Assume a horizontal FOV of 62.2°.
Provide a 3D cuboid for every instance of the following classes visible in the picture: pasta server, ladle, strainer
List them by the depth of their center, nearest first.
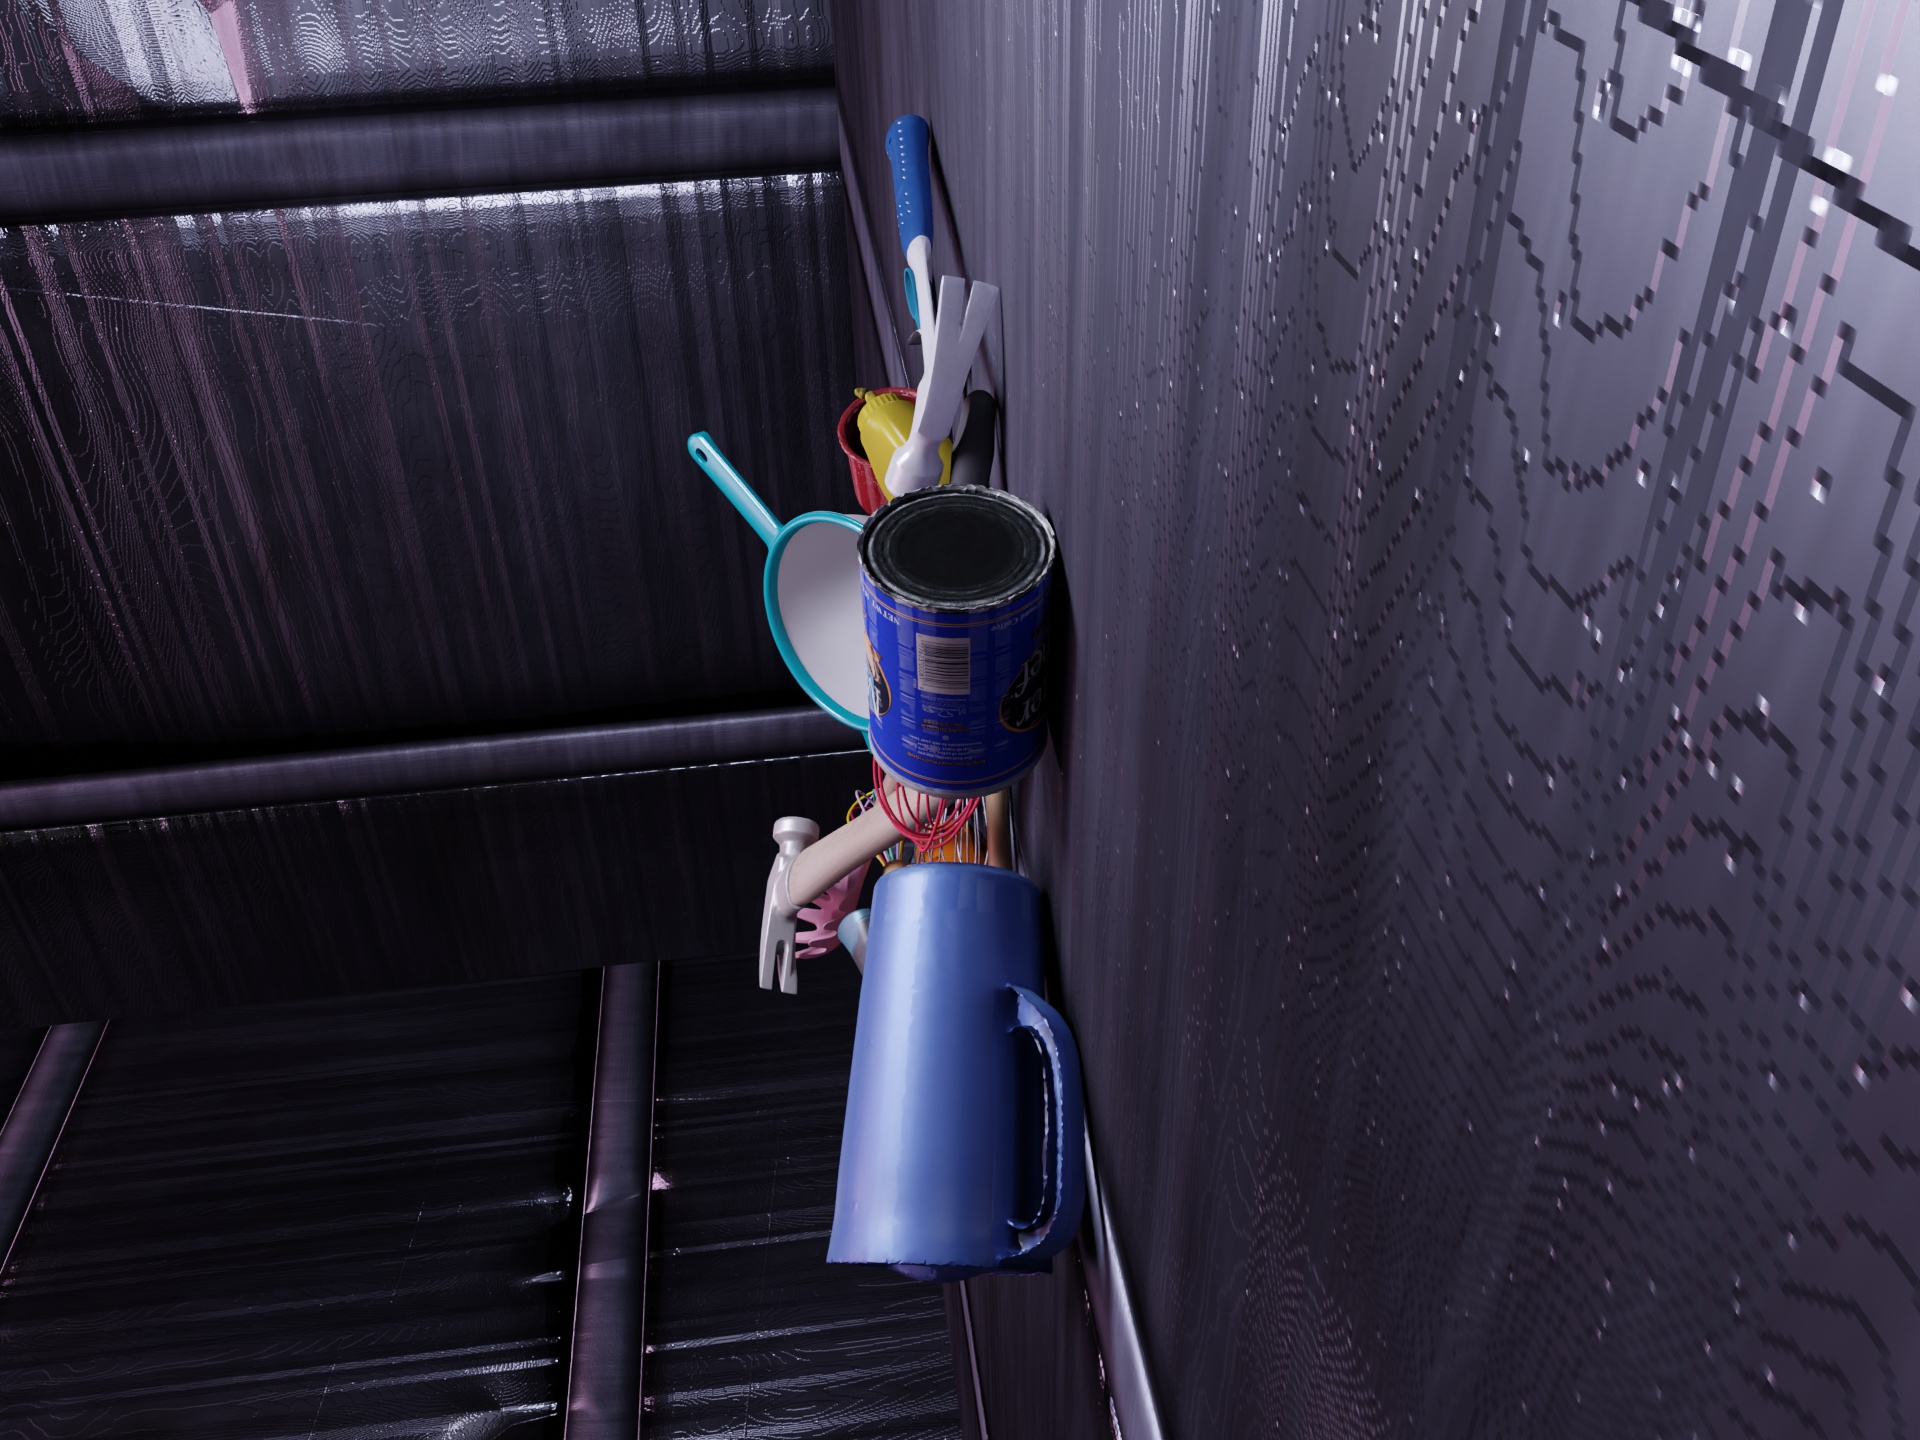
[{"bbox_3d":[0.019,0.160,1.143,0.078,0.062,0.320,-156,63,-77],"label":"ladle"},{"bbox_3d":[-0.071,0.075,1.275,0.060,0.040,0.316,-104,32,-52],"label":"pasta server"},{"bbox_3d":[-0.114,-0.148,1.453,0.340,0.095,0.211,49,138,12],"label":"strainer"}]

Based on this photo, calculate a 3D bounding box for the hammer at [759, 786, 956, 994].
[{"bbox_3d":[-0.061,0.089,1.162,0.410,0.038,0.146,-38,43,56],"label":"hammer"}]

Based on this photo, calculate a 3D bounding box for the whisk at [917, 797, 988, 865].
[{"bbox_3d":[0.004,0.008,1.167,0.070,0.070,0.284,-112,22,-73],"label":"whisk"}]

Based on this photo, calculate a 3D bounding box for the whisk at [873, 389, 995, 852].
[{"bbox_3d":[-0.006,-0.065,0.985,0.073,0.073,0.296,112,166,-79],"label":"whisk"}]

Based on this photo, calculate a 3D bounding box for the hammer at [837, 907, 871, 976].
[{"bbox_3d":[-0.021,0.244,1.145,0.331,0.033,0.128,53,132,51],"label":"hammer"}]

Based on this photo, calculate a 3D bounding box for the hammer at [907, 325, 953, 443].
[{"bbox_3d":[-0.006,-0.131,1.226,0.127,0.034,0.336,-114,19,-73],"label":"hammer"}]

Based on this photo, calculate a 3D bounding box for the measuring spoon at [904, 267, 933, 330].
[{"bbox_3d":[-0.022,-0.325,1.335,0.042,0.021,0.129,99,156,-68],"label":"measuring spoon"}]

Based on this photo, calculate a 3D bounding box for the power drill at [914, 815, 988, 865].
[{"bbox_3d":[-0.002,0.214,1.313,0.164,0.084,0.226,-105,15,-65],"label":"power drill"}]

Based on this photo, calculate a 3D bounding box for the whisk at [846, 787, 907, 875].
[{"bbox_3d":[-0.061,0.118,1.337,0.245,0.047,0.051,-113,28,-64],"label":"whisk"}]

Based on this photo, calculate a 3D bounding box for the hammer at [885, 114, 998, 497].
[{"bbox_3d":[-0.026,-0.325,1.105,0.406,0.035,0.144,-96,21,-47],"label":"hammer"}]

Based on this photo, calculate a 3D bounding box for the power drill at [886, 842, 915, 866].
[{"bbox_3d":[-0.038,0.213,1.521,0.226,0.084,0.185,-85,-3,-51],"label":"power drill"}]

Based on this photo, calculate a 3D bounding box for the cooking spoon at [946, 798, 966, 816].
[{"bbox_3d":[-0.014,0.053,1.337,0.318,0.017,0.069,45,-135,-80],"label":"cooking spoon"}]
